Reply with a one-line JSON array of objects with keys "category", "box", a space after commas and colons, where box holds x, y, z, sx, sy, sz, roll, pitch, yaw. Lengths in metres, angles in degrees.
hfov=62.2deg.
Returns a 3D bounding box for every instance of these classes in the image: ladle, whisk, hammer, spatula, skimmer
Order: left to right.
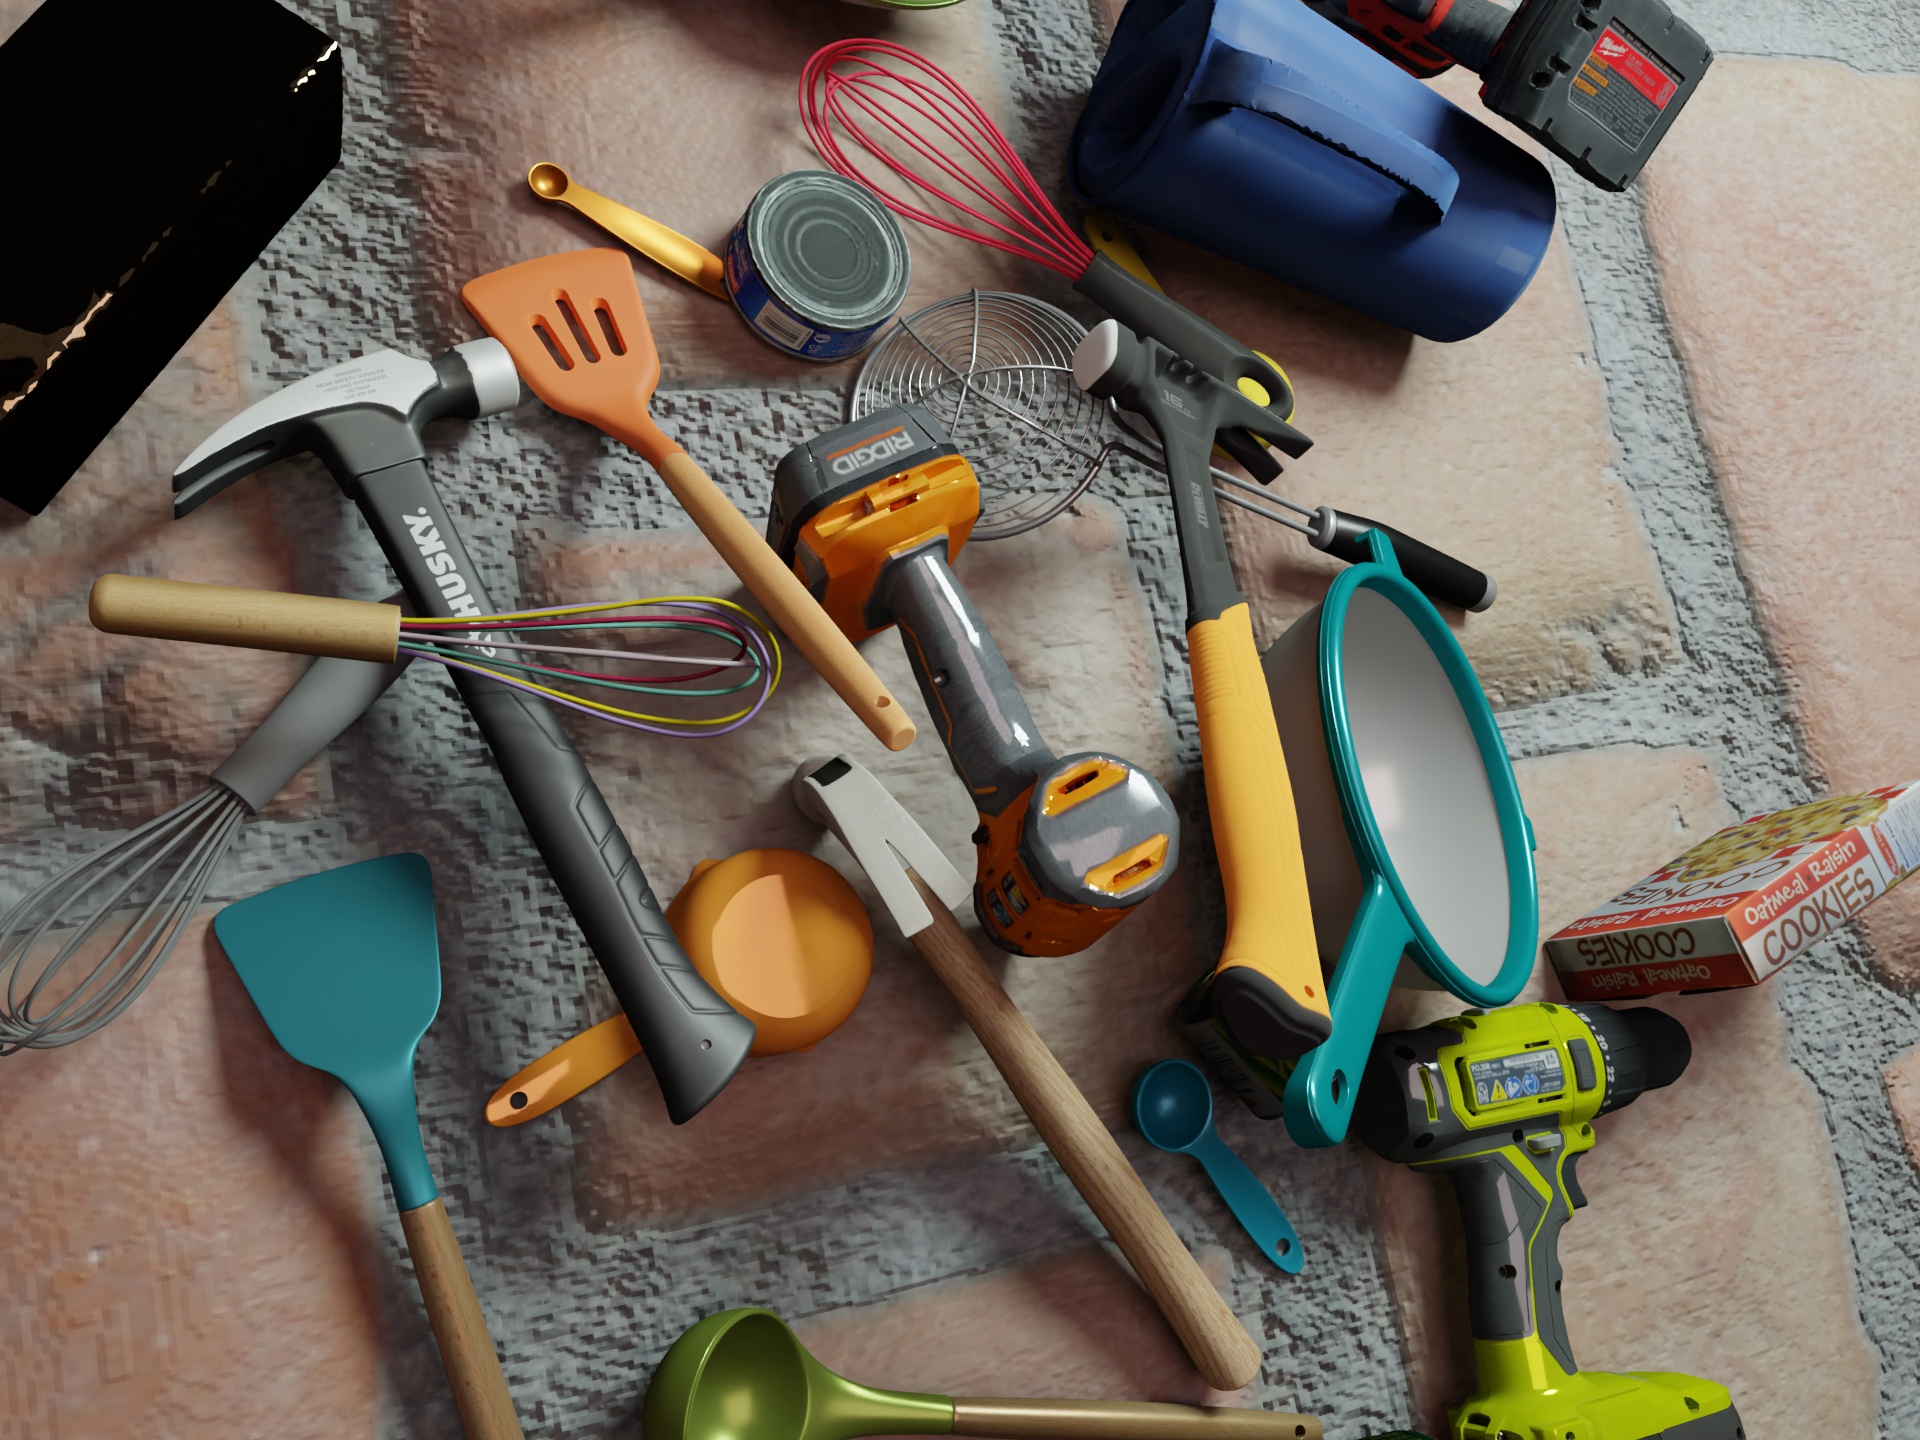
[{"category": "whisk", "box": [-0.280, 0.029, 0.615, 0.055, 0.055, 0.239, 40, 61, -9]}, {"category": "spatula", "box": [-0.200, 0.209, 0.613, 0.082, 0.044, 0.317, -17, 89, -25]}, {"category": "whisk", "box": [-0.187, -0.033, 0.593, 0.245, 0.047, 0.051, 6, 47, -20]}, {"category": "hammer", "box": [-0.179, 0.004, 0.626, 0.146, 0.035, 0.335, -24, 80, -32]}, {"category": "spatula", "box": [-0.108, -0.099, 0.651, 0.081, 0.041, 0.323, -23, 51, -25]}, {"category": "ladle", "box": [0.024, 0.293, 0.664, 0.320, 0.062, 0.078, 12, 73, -21]}, {"category": "hammer", "box": [0.034, 0.156, 0.682, 0.031, 0.130, 0.331, -35, 100, -9]}, {"category": "whisk", "box": [0.047, -0.237, 0.790, 0.295, 0.073, 0.073, 34, 67, -9]}, {"category": "skimmer", "box": [0.120, -0.114, 0.817, 0.363, 0.090, 0.127, 17, 77, -28]}, {"category": "hammer", "box": [0.112, -0.021, 0.645, 0.127, 0.034, 0.337, 23, 47, -29]}]

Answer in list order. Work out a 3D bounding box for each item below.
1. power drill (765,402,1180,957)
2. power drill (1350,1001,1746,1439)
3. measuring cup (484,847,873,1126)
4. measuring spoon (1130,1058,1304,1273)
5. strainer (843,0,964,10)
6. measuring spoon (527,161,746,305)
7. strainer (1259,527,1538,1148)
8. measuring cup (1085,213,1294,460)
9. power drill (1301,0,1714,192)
[{"category": "power drill", "box": [-0.001, -0.002, 0.683, 0.084, 0.164, 0.227, -26, 76, -19]}, {"category": "power drill", "box": [0.296, 0.251, 0.772, 0.190, 0.080, 0.229, -4, 76, -22]}, {"category": "measuring cup", "box": [-0.113, 0.116, 0.652, 0.173, 0.052, 0.095, -30, 89, -27]}, {"category": "measuring spoon", "box": [0.119, 0.211, 0.747, 0.042, 0.021, 0.128, -43, 104, -26]}, {"category": "strainer", "box": [-0.091, -0.388, 0.777, 0.256, 0.069, 0.151, -29, 91, -25]}, {"category": "measuring spoon", "box": [-0.149, -0.226, 0.748, 0.116, 0.011, 0.021, 27, 64, -18]}, {"category": "strainer", "box": [0.162, 0.070, 0.703, 0.211, 0.095, 0.340, 59, 37, -15]}, {"category": "measuring cup", "box": [0.120, -0.207, 0.838, 0.062, 0.029, 0.156, -41, 97, -25]}, {"category": "power drill", "box": [0.252, -0.373, 0.830, 0.187, 0.080, 0.227, 11, 28, -40]}]
